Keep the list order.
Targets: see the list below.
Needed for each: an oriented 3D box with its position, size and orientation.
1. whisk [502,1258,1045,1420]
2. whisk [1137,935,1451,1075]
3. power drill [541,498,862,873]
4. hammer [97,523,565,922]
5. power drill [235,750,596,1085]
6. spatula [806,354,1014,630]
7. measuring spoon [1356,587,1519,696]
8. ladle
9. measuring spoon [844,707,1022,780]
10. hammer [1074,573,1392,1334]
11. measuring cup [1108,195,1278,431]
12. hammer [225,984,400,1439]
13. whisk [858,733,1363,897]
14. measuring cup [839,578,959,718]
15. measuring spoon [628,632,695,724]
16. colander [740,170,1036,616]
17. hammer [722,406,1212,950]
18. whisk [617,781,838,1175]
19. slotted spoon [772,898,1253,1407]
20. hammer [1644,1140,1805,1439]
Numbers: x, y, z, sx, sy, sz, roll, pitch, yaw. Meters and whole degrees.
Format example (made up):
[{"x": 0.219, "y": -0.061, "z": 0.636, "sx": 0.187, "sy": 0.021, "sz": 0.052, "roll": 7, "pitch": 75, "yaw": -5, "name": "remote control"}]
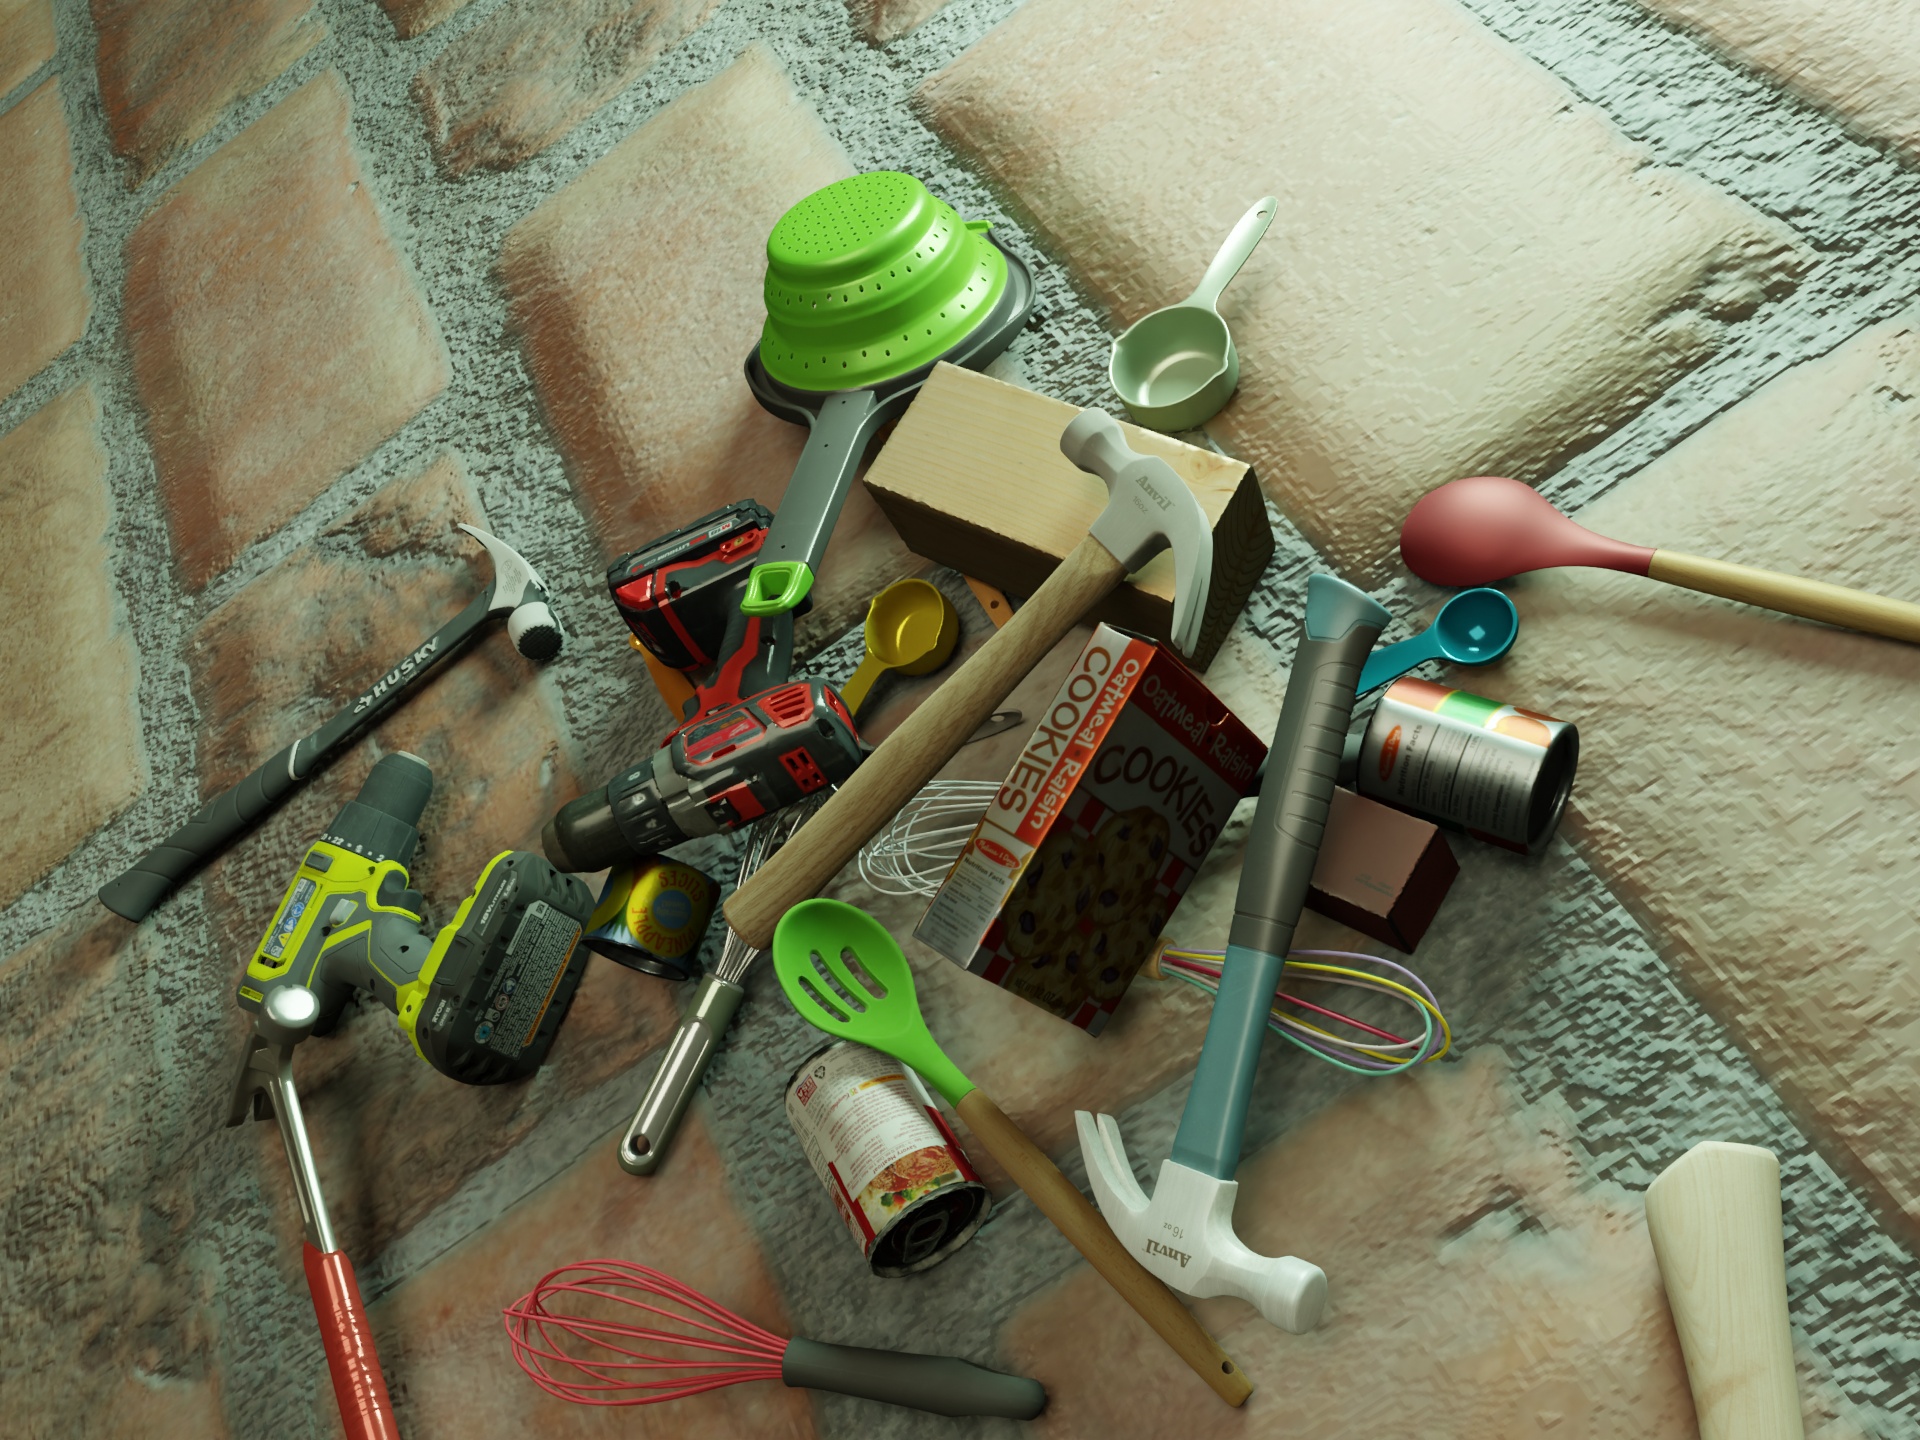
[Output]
[{"x": -0.099, "y": 0.311, "z": 0.779, "sx": 0.296, "sy": 0.073, "sz": 0.073, "roll": 0, "pitch": 63, "yaw": 22, "name": "whisk"}, {"x": 0.120, "y": 0.126, "z": 0.779, "sx": 0.245, "sy": 0.047, "sz": 0.051, "roll": 10, "pitch": 70, "yaw": 37, "name": "whisk"}, {"x": -0.162, "y": -0.015, "z": 0.946, "sx": 0.188, "sy": 0.080, "sz": 0.227, "roll": -24, "pitch": 42, "yaw": 7, "name": "power drill"}, {"x": -0.469, "y": 0.012, "z": 1.160, "sx": 0.409, "sy": 0.036, "sz": 0.149, "roll": -38, "pitch": 51, "yaw": 5, "name": "hammer"}, {"x": -0.340, "y": 0.121, "z": 1.003, "sx": 0.229, "sy": 0.080, "sz": 0.191, "roll": 10, "pitch": 70, "yaw": 35, "name": "power drill"}, {"x": -0.034, "y": -0.171, "z": 1.040, "sx": 0.081, "sy": 0.041, "sz": 0.323, "roll": -34, "pitch": 57, "yaw": 7, "name": "spatula"}, {"x": 0.228, "y": -0.027, "z": 0.825, "sx": 0.128, "sy": 0.021, "sz": 0.042, "roll": -25, "pitch": 54, "yaw": 25, "name": "measuring spoon"}, {"x": 0.361, "y": -0.068, "z": 0.768, "sx": 0.316, "sy": 0.031, "sz": 0.069, "roll": 20, "pitch": 74, "yaw": 33, "name": "ladle"}, {"x": -0.023, "y": 0.008, "z": 0.928, "sx": 0.124, "sy": 0.034, "sz": 0.018, "roll": -16, "pitch": 52, "yaw": 14, "name": "measuring spoon"}, {"x": 0.140, "y": 0.092, "z": 0.726, "sx": 0.128, "sy": 0.033, "sz": 0.331, "roll": 10, "pitch": 80, "yaw": 39, "name": "hammer"}, {"x": 0.155, "y": -0.247, "z": 0.973, "sx": 0.083, "sy": 0.038, "sz": 0.167, "roll": 23, "pitch": 74, "yaw": 36, "name": "measuring cup"}, {"x": -0.350, "y": 0.334, "z": 0.891, "sx": 0.359, "sy": 0.036, "sz": 0.149, "roll": 60, "pitch": 135, "yaw": 30, "name": "hammer"}, {"x": 0.077, "y": 0.046, "z": 0.839, "sx": 0.284, "sy": 0.070, "sz": 0.070, "roll": -12, "pitch": 58, "yaw": 17, "name": "whisk"}, {"x": -0.055, "y": -0.014, "z": 0.966, "sx": 0.062, "sy": 0.029, "sz": 0.156, "roll": 39, "pitch": 97, "yaw": 37, "name": "measuring cup"}, {"x": -0.188, "y": -0.023, "z": 1.047, "sx": 0.021, "sy": 0.011, "sz": 0.117, "roll": -40, "pitch": 56, "yaw": 2, "name": "measuring spoon"}, {"x": -0.078, "y": -0.230, "z": 0.988, "sx": 0.204, "sy": 0.094, "sz": 0.397, "roll": -3, "pitch": 47, "yaw": 22, "name": "colander"}, {"x": -0.001, "y": -0.003, "z": 0.824, "sx": 0.331, "sy": 0.031, "sz": 0.130, "roll": -46, "pitch": 62, "yaw": 9, "name": "hammer"}, {"x": -0.129, "y": 0.141, "z": 0.899, "sx": 0.058, "sy": 0.059, "sz": 0.246, "roll": 25, "pitch": 79, "yaw": 7, "name": "whisk"}, {"x": 0.019, "y": 0.201, "z": 0.759, "sx": 0.070, "sy": 0.031, "sz": 0.314, "roll": -27, "pitch": 58, "yaw": -37, "name": "slotted spoon"}, {"x": 0.294, "y": 0.357, "z": 0.554, "sx": 0.146, "sy": 0.038, "sz": 0.411, "roll": -4, "pitch": 61, "yaw": 25, "name": "hammer"}]
